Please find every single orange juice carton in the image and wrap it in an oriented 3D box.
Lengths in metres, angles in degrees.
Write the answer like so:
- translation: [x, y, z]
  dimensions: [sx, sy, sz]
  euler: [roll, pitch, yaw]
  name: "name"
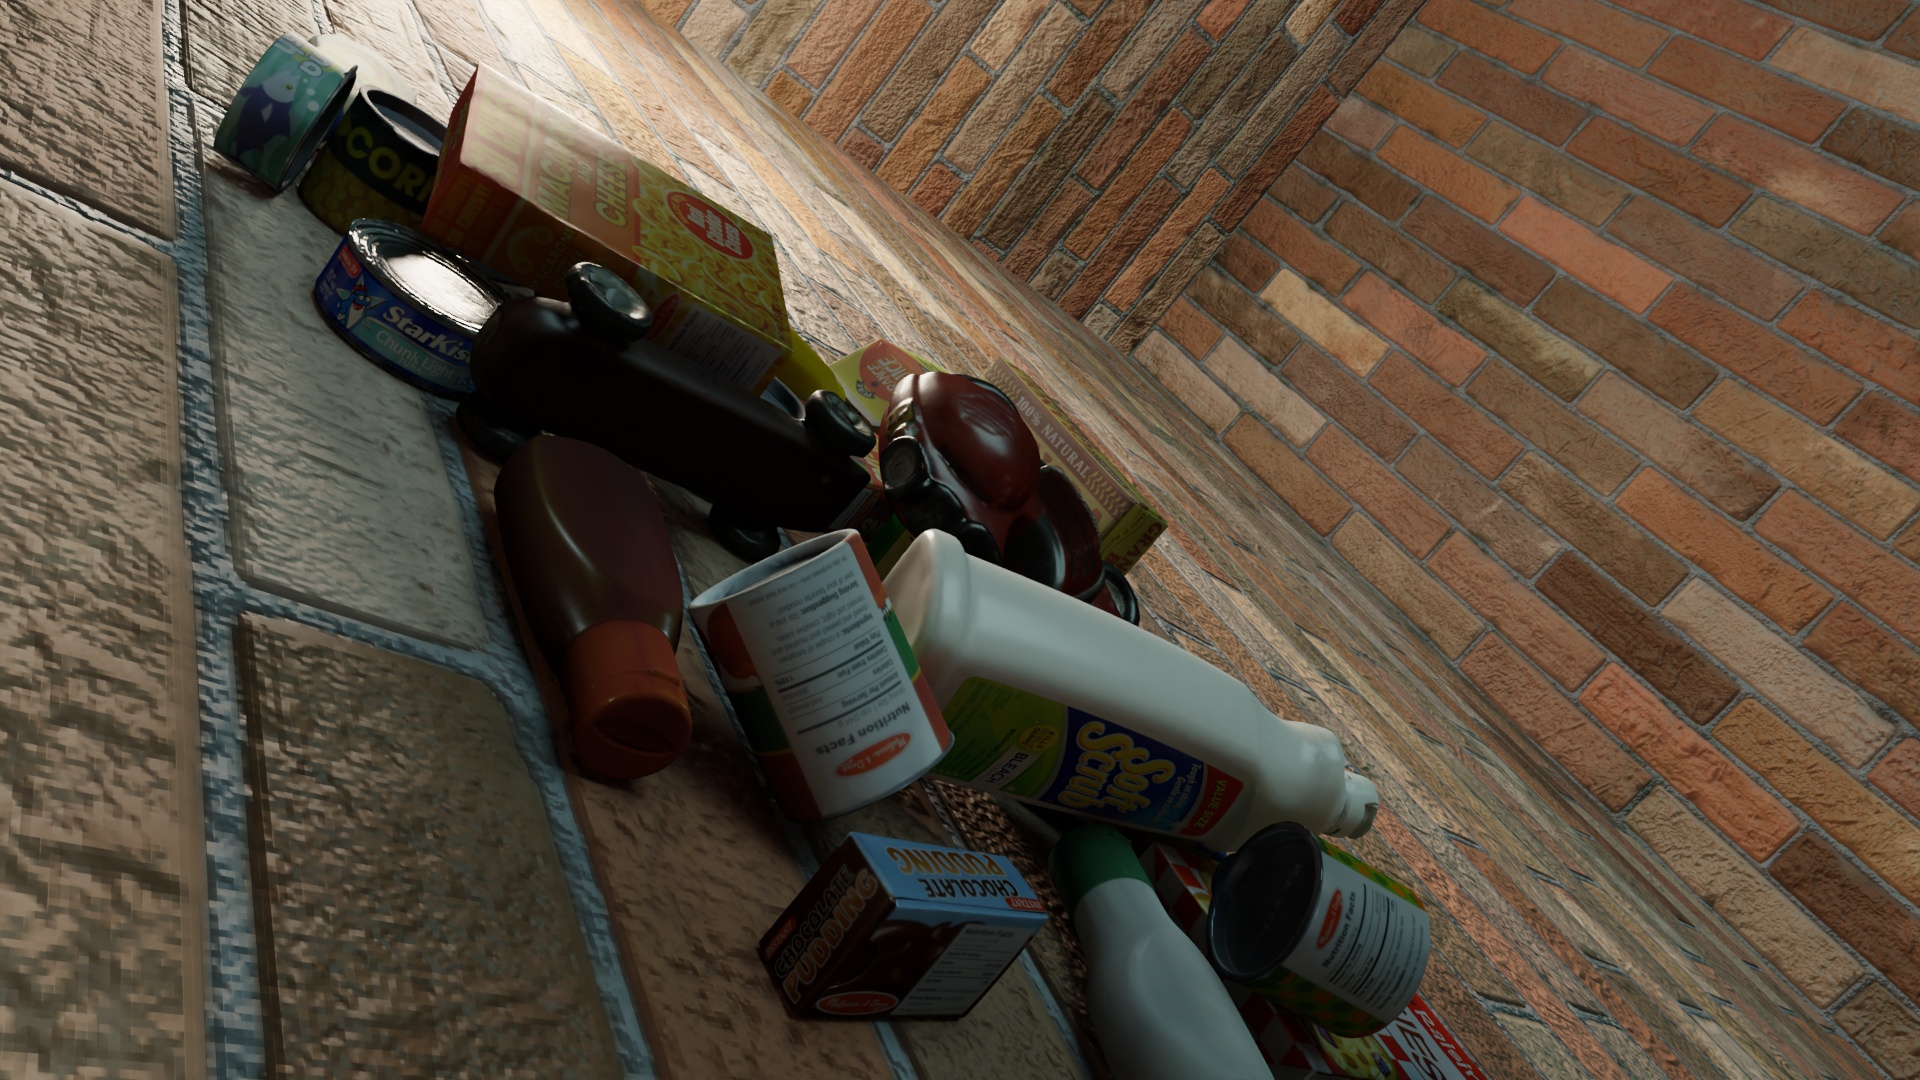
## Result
- translation: [-0.028, -0.082, 0.990]
  dimensions: [0.072, 0.073, 0.193]
  euler: [48, 17, 29]
  name: "orange juice carton"

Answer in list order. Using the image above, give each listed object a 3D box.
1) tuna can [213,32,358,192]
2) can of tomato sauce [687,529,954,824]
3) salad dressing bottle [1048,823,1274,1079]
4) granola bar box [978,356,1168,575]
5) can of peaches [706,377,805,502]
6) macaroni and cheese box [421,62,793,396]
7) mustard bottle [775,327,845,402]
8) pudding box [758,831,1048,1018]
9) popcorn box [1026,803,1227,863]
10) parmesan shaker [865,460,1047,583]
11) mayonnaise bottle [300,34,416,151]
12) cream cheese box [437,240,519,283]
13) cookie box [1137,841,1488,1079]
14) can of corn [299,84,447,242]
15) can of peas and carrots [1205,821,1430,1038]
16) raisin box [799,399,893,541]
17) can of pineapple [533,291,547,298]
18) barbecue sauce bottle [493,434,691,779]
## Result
- translation: [-0.307, -0.198, 0.634]
  dimensions: [0.033, 0.071, 0.071]
  euler: [33, 15, -23]
  name: "tuna can"
- translation: [-0.050, 0.046, 0.489]
  dimensions: [0.071, 0.071, 0.083]
  euler: [-63, 130, -76]
  name: "can of tomato sauce"
- translation: [0.071, 0.167, 0.533]
  dimensions: [0.064, 0.044, 0.148]
  euler: [31, 15, -25]
  name: "salad dressing bottle"
- translation: [0.032, -0.018, 0.838]
  dimensions: [0.039, 0.124, 0.166]
  euler: [28, 18, -45]
  name: "granola bar box"
- translation: [-0.121, -0.060, 0.713]
  dimensions: [0.071, 0.058, 0.071]
  euler: [36, 14, -11]
  name: "can of peaches"
- translation: [-0.164, -0.145, 0.660]
  dimensions: [0.166, 0.040, 0.124]
  euler: [27, 27, -30]
  name: "macaroni and cheese box"
- translation: [-0.116, -0.101, 0.850]
  dimensions: [0.160, 0.065, 0.049]
  euler: [32, 20, -49]
  name: "mustard bottle"
- translation: [-0.015, 0.122, 0.436]
  dimensions: [0.083, 0.049, 0.030]
  euler: [23, 20, -49]
  name: "pudding box"
- translation: [0.067, 0.116, 0.691]
  dimensions: [0.126, 0.038, 0.085]
  euler: [37, 13, -11]
  name: "popcorn box"
- translation: [0.003, -0.010, 0.781]
  dimensions: [0.071, 0.103, 0.071]
  euler: [37, 14, -11]
  name: "parmesan shaker"
- translation: [-0.335, -0.234, 0.735]
  dimensions: [0.064, 0.041, 0.148]
  euler: [36, 14, -21]
  name: "mayonnaise bottle"
- translation: [-0.257, -0.166, 0.762]
  dimensions: [0.053, 0.024, 0.104]
  euler: [43, 14, 12]
  name: "cream cheese box"
- translation: [0.156, 0.209, 0.630]
  dimensions: [0.167, 0.040, 0.123]
  euler: [26, 19, -40]
  name: "cookie box"
- translation: [-0.276, -0.176, 0.674]
  dimensions: [0.071, 0.058, 0.071]
  euler: [37, 14, -11]
  name: "can of corn"
- translation: [0.139, 0.153, 0.548]
  dimensions: [0.058, 0.070, 0.071]
  euler: [31, 16, -16]
  name: "can of peas and carrots"
- translation: [-0.075, -0.042, 0.816]
  dimensions: [0.086, 0.040, 0.123]
  euler: [46, 14, 26]
  name: "raisin box"
- translation: [-0.194, -0.134, 0.744]
  dimensions: [0.071, 0.071, 0.058]
  euler: [32, 16, -30]
  name: "can of pineapple"
- translation: [-0.125, 0.020, 0.485]
  dimensions: [0.065, 0.043, 0.149]
  euler: [31, 17, -37]
  name: "barbecue sauce bottle"
